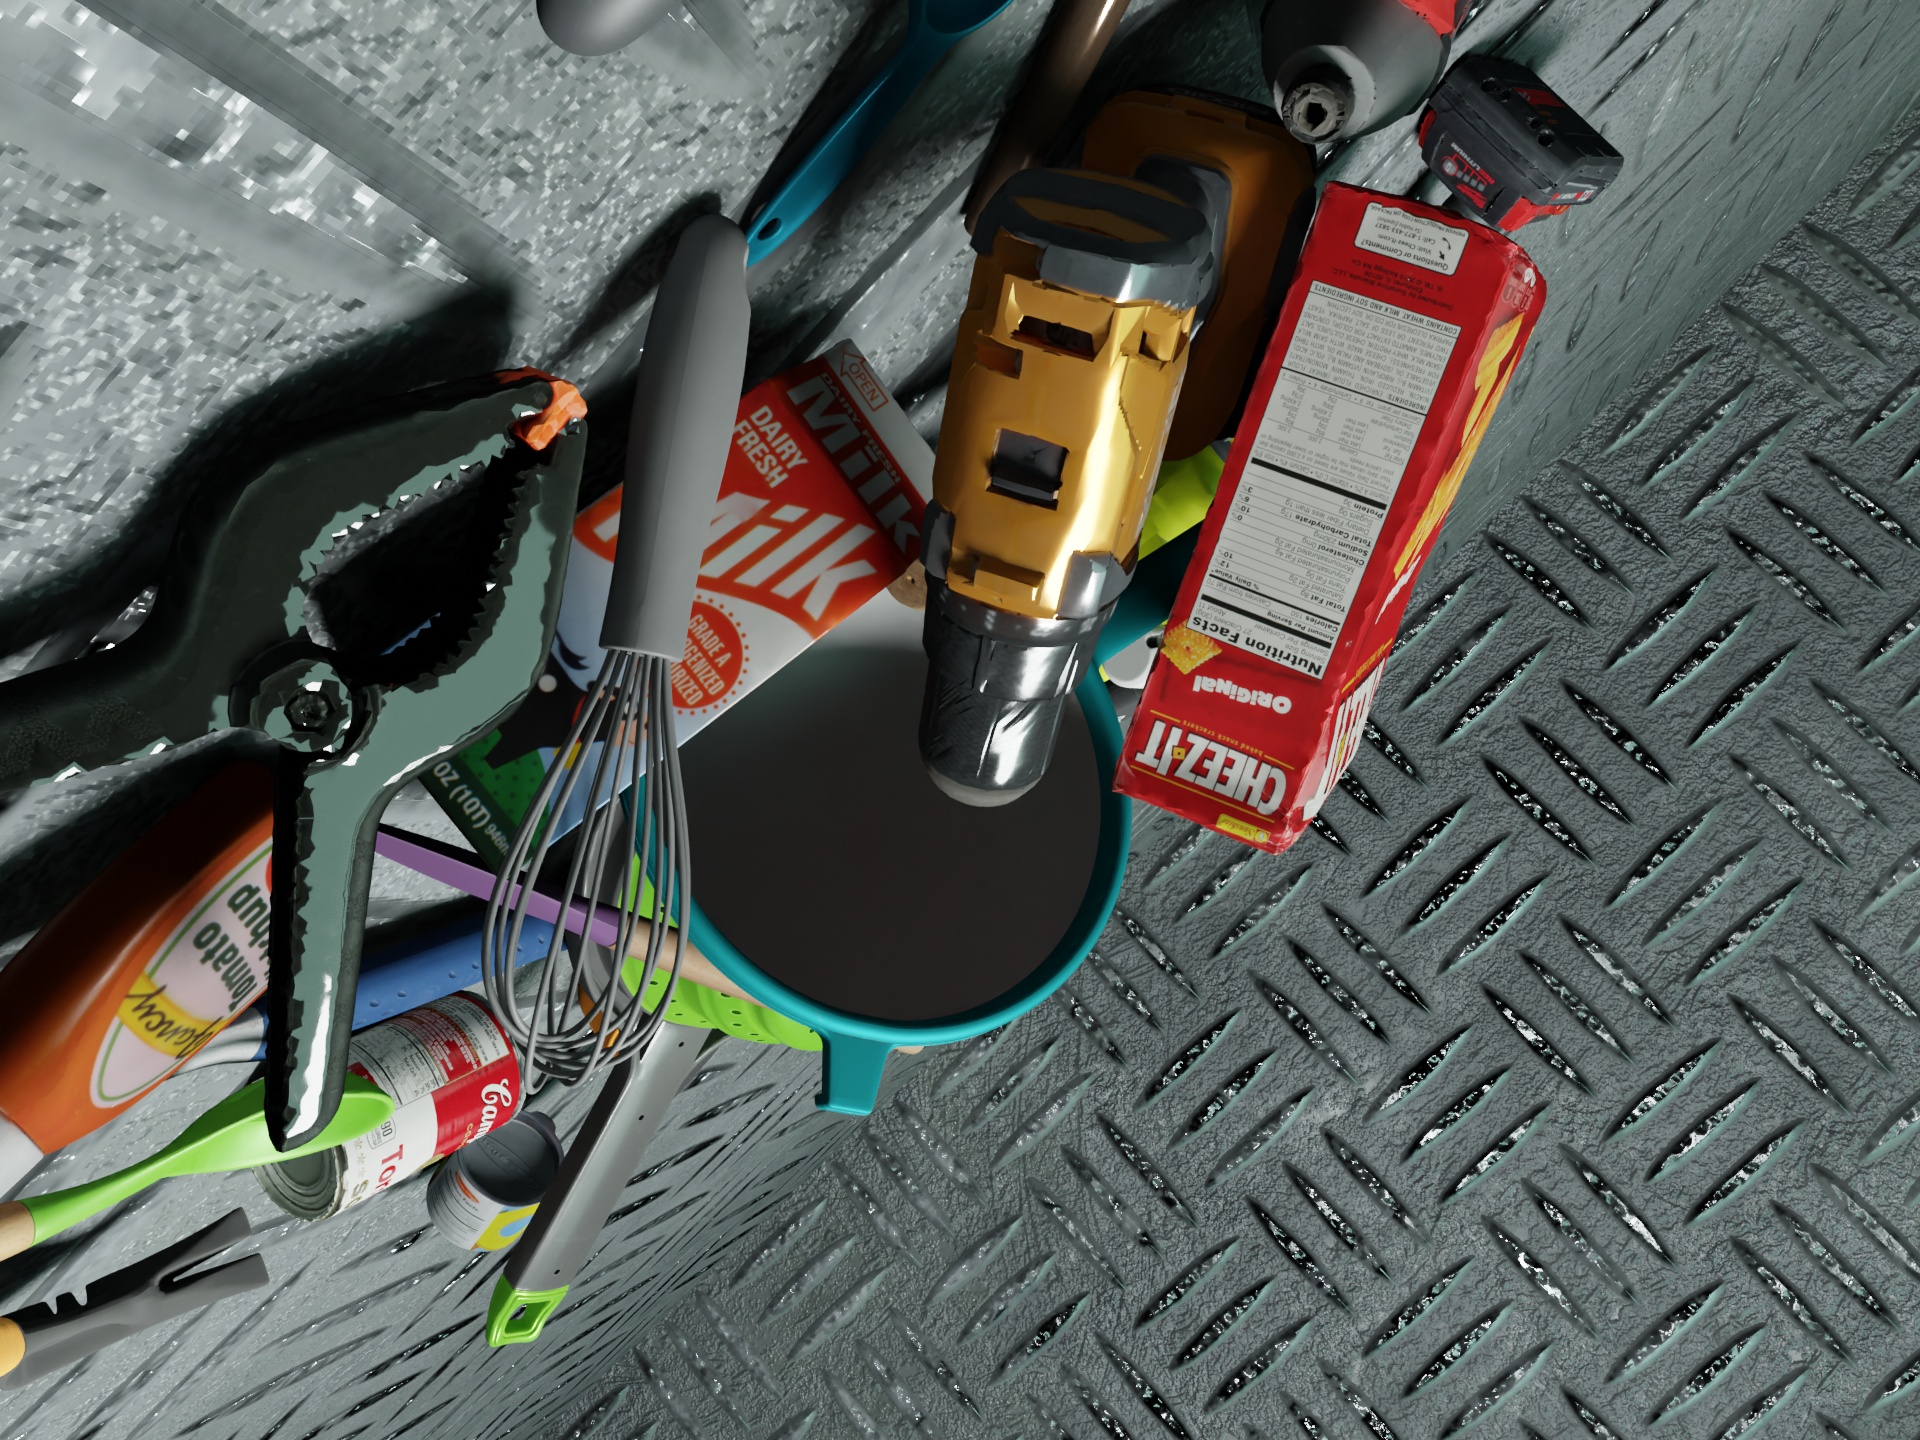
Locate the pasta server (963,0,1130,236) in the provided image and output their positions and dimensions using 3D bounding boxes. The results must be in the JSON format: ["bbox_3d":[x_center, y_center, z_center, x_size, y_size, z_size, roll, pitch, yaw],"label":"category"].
[{"bbox_3d":[0.075,-0.251,0.425,0.316,0.040,0.060,-55,-176,46],"label":"pasta server"}]

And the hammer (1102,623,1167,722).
[{"bbox_3d":[0.014,0.026,0.870,0.335,0.035,0.146,-28,163,36],"label":"hammer"}]

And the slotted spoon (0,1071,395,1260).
[{"bbox_3d":[-0.298,0.155,0.463,0.070,0.031,0.313,-34,170,27],"label":"slotted spoon"}]

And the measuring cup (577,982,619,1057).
[{"bbox_3d":[-0.145,0.145,0.923,0.173,0.052,0.095,-3,138,-54],"label":"measuring cup"}]

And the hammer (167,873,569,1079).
[{"bbox_3d":[-0.270,0.120,0.572,0.144,0.035,0.405,-50,165,24],"label":"hammer"}]

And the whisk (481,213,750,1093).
[{"bbox_3d":[-0.086,-0.020,0.422,0.055,0.055,0.239,26,73,-76],"label":"whisk"}]

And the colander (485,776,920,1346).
[{"bbox_3d":[-0.107,0.152,0.738,0.204,0.095,0.397,18,104,-52],"label":"colander"}]

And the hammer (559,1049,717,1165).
[{"bbox_3d":[-0.134,0.165,1.011,0.331,0.033,0.128,-49,175,-12],"label":"hammer"}]

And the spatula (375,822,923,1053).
[{"bbox_3d":[-0.110,0.085,0.597,0.315,0.060,0.018,33,71,-47],"label":"spatula"}]

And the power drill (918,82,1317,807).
[{"bbox_3d":[0.045,-0.094,0.503,0.226,0.084,0.185,-59,164,-54],"label":"power drill"}]

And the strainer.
[{"bbox_3d":[-0.001,-0.002,0.658,0.340,0.211,0.095,-33,180,-36],"label":"strainer"}]

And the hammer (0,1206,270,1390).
[{"bbox_3d":[-0.314,0.202,0.504,0.127,0.034,0.337,-21,171,-19],"label":"hammer"}]

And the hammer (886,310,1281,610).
[{"bbox_3d":[0.092,-0.136,0.664,0.331,0.031,0.130,-38,-160,-33],"label":"hammer"}]

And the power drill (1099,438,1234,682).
[{"bbox_3d":[0.078,-0.075,0.835,0.171,0.080,0.223,-41,172,-11],"label":"power drill"}]

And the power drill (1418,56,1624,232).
[{"bbox_3d":[0.226,-0.233,0.849,0.188,0.080,0.226,-26,161,-51],"label":"power drill"}]

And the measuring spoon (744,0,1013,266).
[{"bbox_3d":[-0.027,-0.174,0.429,0.128,0.021,0.042,-40,171,31],"label":"measuring spoon"}]

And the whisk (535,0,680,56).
[{"bbox_3d":[0.012,-0.232,0.277,0.284,0.070,0.070,-44,167,21],"label":"whisk"}]

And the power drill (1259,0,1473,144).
[{"bbox_3d":[0.159,-0.271,0.457,0.143,0.078,0.219,-60,-178,-37],"label":"power drill"}]
